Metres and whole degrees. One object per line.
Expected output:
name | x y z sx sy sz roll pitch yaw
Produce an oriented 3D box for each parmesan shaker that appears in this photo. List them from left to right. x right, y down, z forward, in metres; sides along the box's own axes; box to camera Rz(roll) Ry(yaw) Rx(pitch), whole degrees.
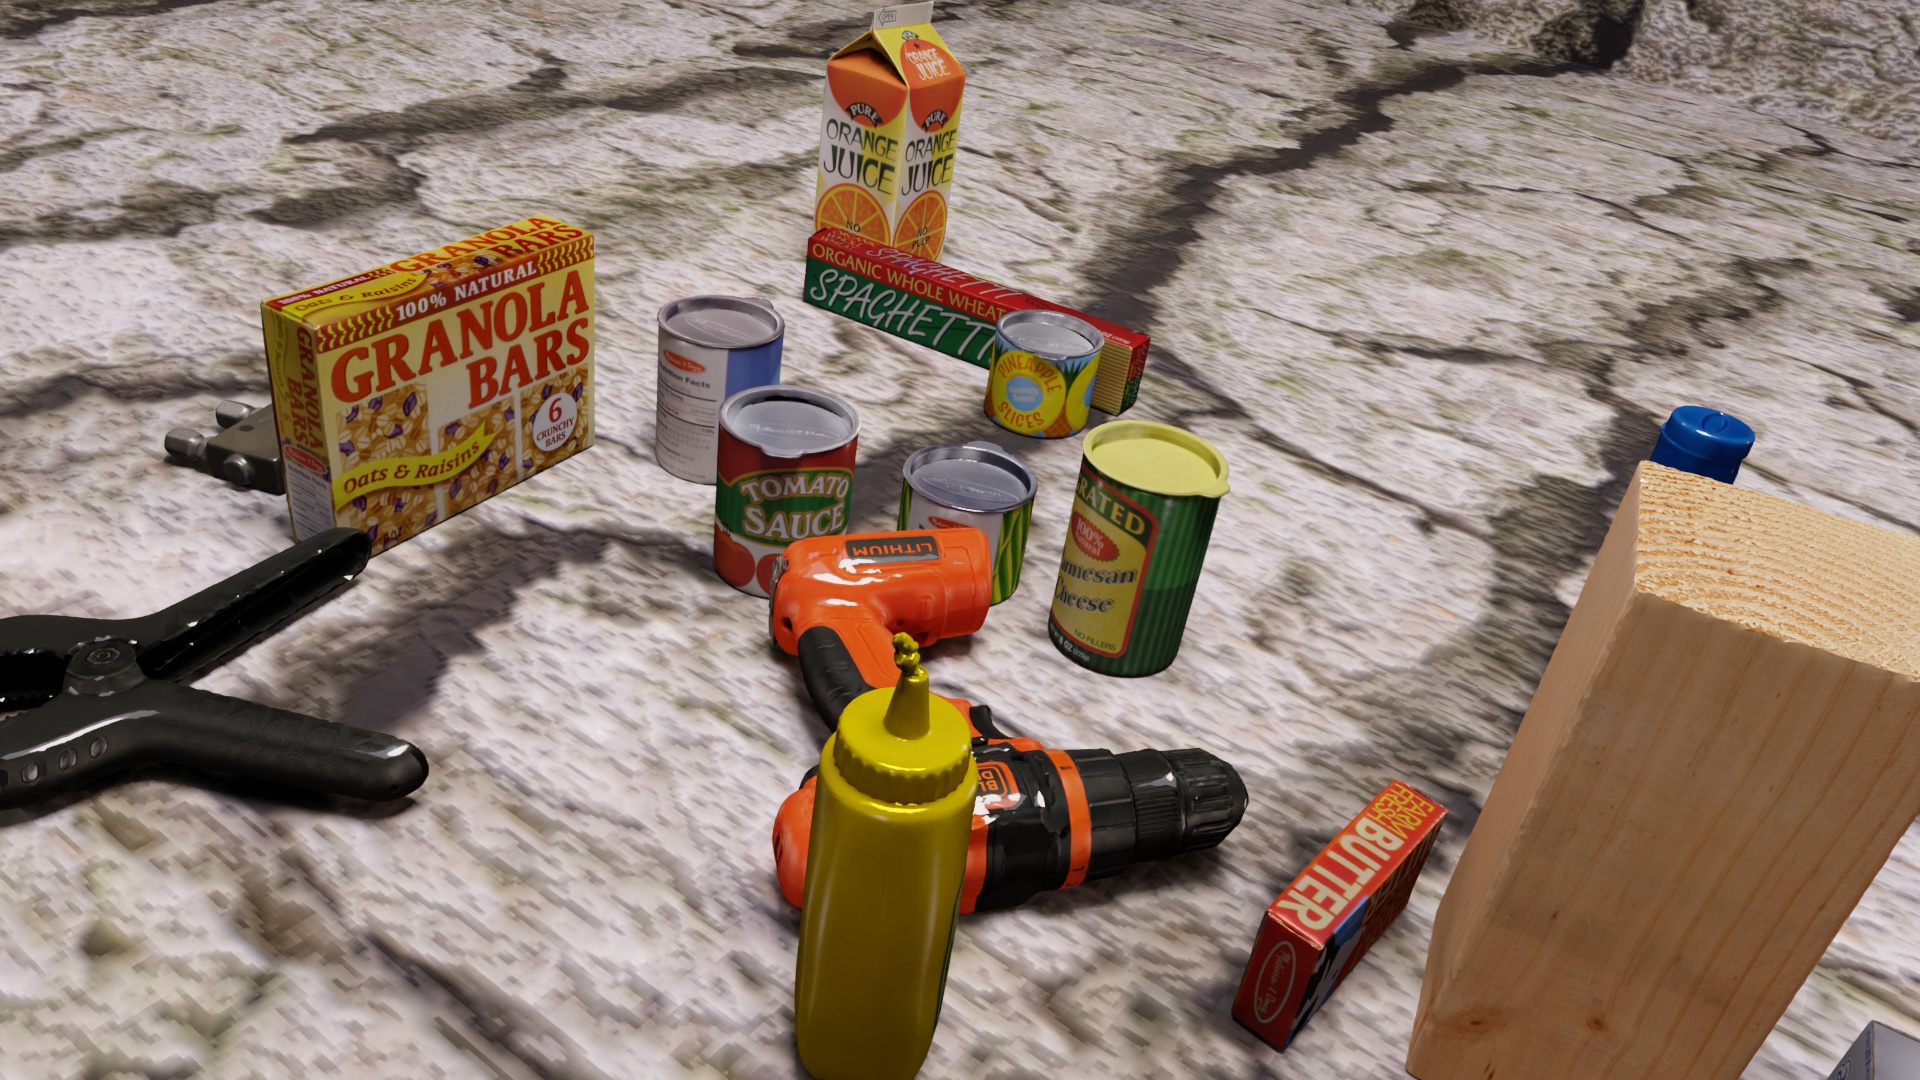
parmesan shaker | 0.082 0.006 0.646 0.071 0.102 0.071 7 32 -4

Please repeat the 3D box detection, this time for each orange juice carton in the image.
orange juice carton | -0.050 -0.281 0.985 0.073 0.191 0.072 25 35 25

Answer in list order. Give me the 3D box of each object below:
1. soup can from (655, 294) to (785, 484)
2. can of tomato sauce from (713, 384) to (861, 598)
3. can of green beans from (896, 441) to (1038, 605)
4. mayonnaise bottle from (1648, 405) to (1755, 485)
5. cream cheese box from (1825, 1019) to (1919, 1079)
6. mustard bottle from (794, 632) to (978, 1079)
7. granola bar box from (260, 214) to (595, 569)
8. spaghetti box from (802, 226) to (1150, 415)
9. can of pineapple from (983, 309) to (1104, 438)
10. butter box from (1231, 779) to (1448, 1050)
soup can | -0.129 -0.083 0.752 0.071 0.083 0.072 7 32 -4
can of tomato sauce | -0.084 -0.022 0.667 0.071 0.082 0.071 7 32 -4
can of green beans | 0.001 -0.008 0.690 0.071 0.057 0.071 7 32 -4
mayonnaise bottle | 0.329 0.009 0.662 0.041 0.147 0.065 28 36 28
cream cheese box | 0.281 0.204 0.428 0.024 0.053 0.104 23 34 22
mustard bottle | -0.022 0.096 0.423 0.049 0.159 0.065 7 32 -4
granola bar box | -0.249 -0.077 0.674 0.039 0.123 0.166 23 34 21
spaghetti box | 0.004 -0.149 0.923 0.250 0.050 0.029 23 34 21
can of pineapple | 0.050 -0.102 0.852 0.071 0.057 0.071 7 32 -4
butter box | 0.139 0.133 0.505 0.024 0.052 0.104 30 37 30
